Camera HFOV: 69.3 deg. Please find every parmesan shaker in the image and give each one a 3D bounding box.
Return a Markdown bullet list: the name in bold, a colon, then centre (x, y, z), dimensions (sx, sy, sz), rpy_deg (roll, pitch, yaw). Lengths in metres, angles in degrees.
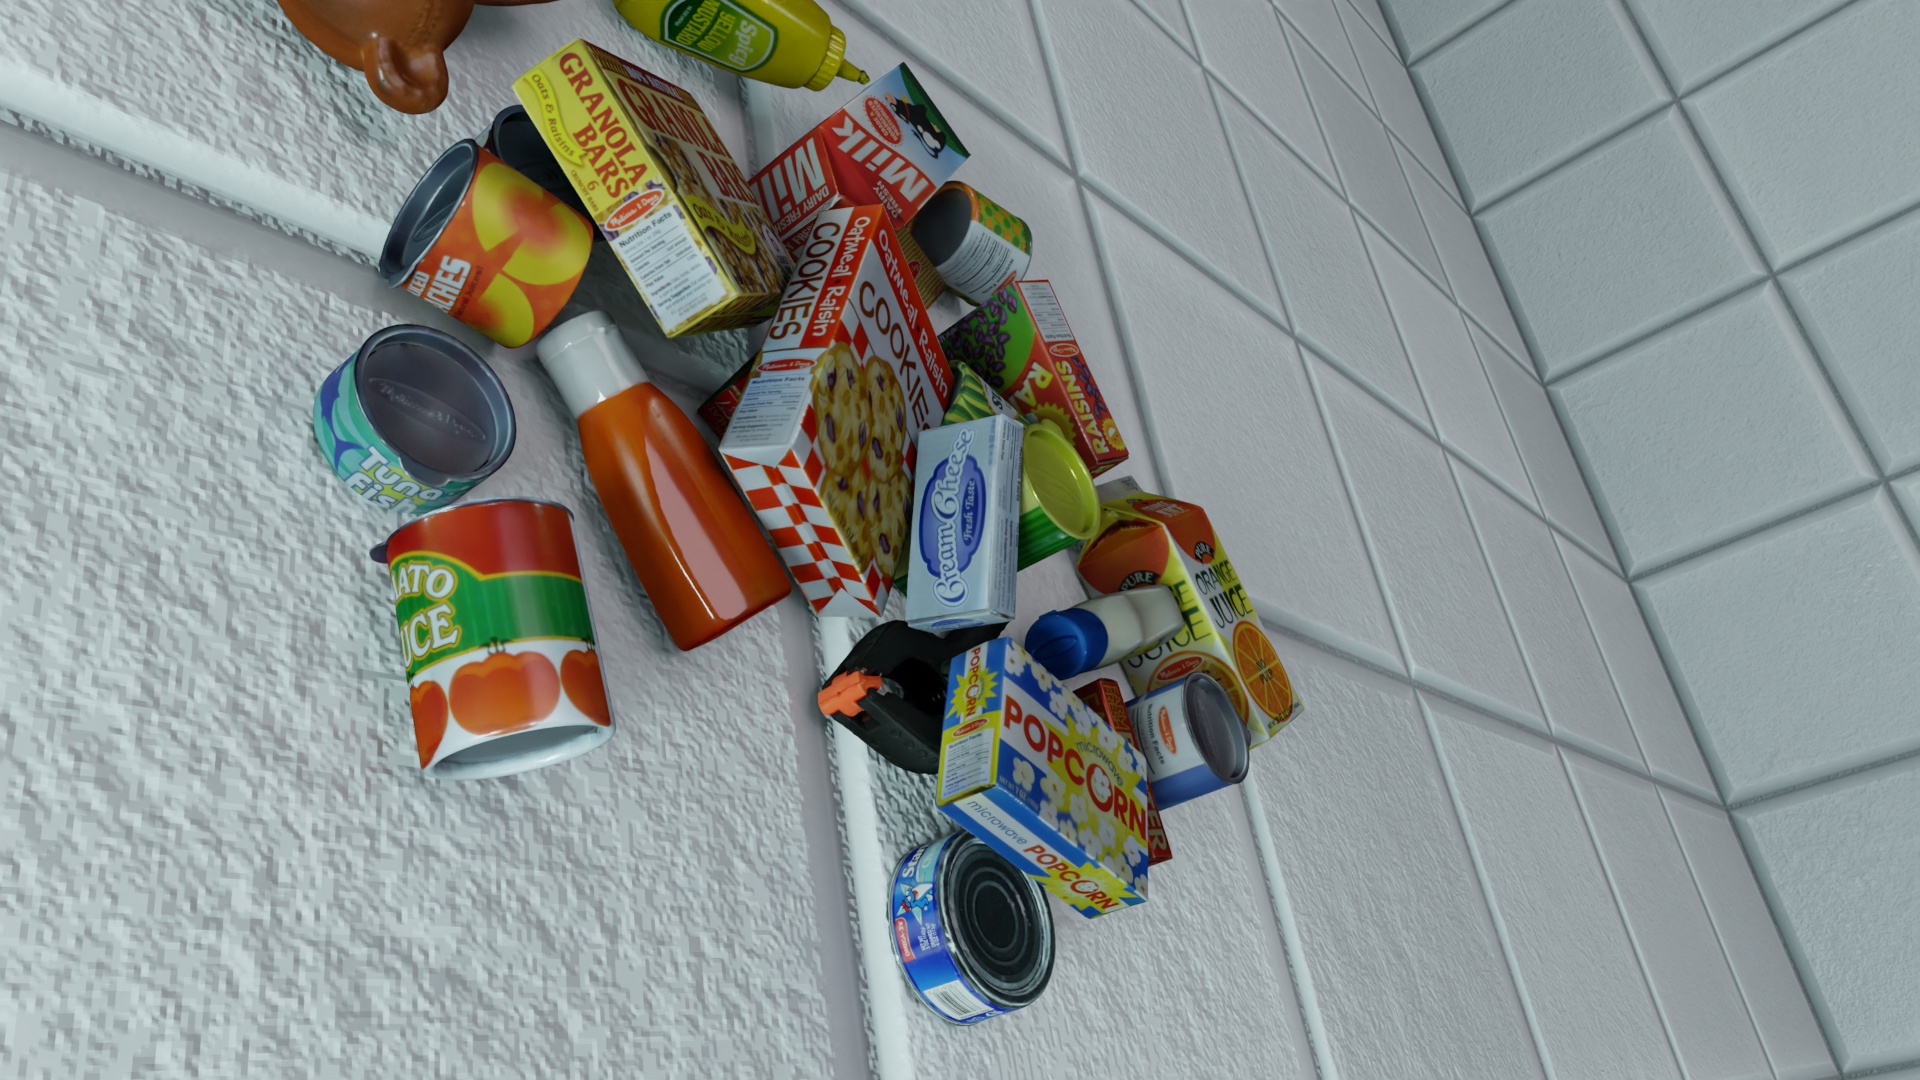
- **parmesan shaker**: centre (0.014, -0.013, 0.744), dimensions (0.071, 0.103, 0.071), rpy_deg (35, 41, -37)

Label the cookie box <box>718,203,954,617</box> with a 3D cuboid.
- **cookie box**: centre (-0.055, -0.065, 0.683), dimensions (0.122, 0.040, 0.168), rpy_deg (66, 30, -46)

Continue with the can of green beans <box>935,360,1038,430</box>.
- **can of green beans**: centre (-0.001, -0.061, 0.795), dimensions (0.057, 0.071, 0.071), rpy_deg (40, 37, -30)

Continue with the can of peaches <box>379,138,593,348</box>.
- **can of peaches**: centre (-0.194, -0.118, 0.569), dimensions (0.058, 0.071, 0.071), rpy_deg (32, 42, -39)

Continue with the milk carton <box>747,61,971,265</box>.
- **milk carton**: centre (-0.066, -0.209, 0.814), dimensions (0.073, 0.072, 0.191), rpy_deg (52, 33, -16)

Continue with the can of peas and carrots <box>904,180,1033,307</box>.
- **can of peas and carrots**: centre (0.003, -0.195, 0.908), dimensions (0.059, 0.070, 0.071), rpy_deg (21, 49, -46)

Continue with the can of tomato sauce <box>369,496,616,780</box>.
- **can of tomato sauce**: centre (-0.164, 0.036, 0.490), dimensions (0.071, 0.071, 0.083), rpy_deg (7, 60, -53)

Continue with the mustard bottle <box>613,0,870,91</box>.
- **mustard bottle**: centre (-0.116, -0.297, 0.799), dimensions (0.160, 0.065, 0.049), rpy_deg (16, 55, -34)

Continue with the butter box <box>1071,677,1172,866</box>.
- **butter box**: centre (0.075, 0.133, 0.764), dimensions (0.024, 0.053, 0.104), rpy_deg (14, 54, -52)

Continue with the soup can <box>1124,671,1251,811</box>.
- **soup can**: centre (0.114, 0.121, 0.799), dimensions (0.071, 0.083, 0.072), rpy_deg (35, 41, -36)

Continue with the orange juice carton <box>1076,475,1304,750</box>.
- **orange juice carton**: centre (0.141, 0.046, 0.905), dimensions (0.072, 0.073, 0.193), rpy_deg (-16, 78, -58)

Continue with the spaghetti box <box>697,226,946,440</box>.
- **spaghetti box**: centre (-0.069, -0.112, 0.774), dimensions (0.050, 0.028, 0.251), rpy_deg (52, 33, -15)

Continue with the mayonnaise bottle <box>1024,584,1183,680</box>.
- **mayonnaise bottle**: centre (0.081, 0.054, 0.807), dimensions (0.148, 0.064, 0.041), rpy_deg (-7, 72, -65)

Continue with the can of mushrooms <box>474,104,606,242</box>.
- **can of mushrooms**: centre (-0.192, -0.159, 0.633), dimensions (0.071, 0.033, 0.071), rpy_deg (35, 39, -35)

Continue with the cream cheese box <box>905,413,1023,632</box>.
- **cream cheese box**: centre (0.002, -0.009, 0.687), dimensions (0.024, 0.053, 0.104), rpy_deg (23, 64, -46)

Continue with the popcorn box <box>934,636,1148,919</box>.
- **popcorn box**: centre (0.043, 0.116, 0.675), dimensions (0.126, 0.038, 0.085), rpy_deg (43, 36, -33)

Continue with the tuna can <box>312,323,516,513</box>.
- **tuna can**: centre (-0.205, -0.043, 0.523), dimensions (0.071, 0.032, 0.071), rpy_deg (35, 40, -36)

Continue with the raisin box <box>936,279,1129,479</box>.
- **raisin box**: centre (0.039, -0.085, 0.852), dimensions (0.040, 0.086, 0.123), rpy_deg (-12, 75, -51)

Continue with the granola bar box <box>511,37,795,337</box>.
- **granola bar box**: centre (-0.132, -0.160, 0.656), dimensions (0.124, 0.039, 0.166), rpy_deg (59, 9, -6)

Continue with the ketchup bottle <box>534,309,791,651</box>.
- **ketchup bottle**: centre (-0.132, -0.028, 0.605), dimensions (0.148, 0.043, 0.065), rpy_deg (60, 28, -1)
